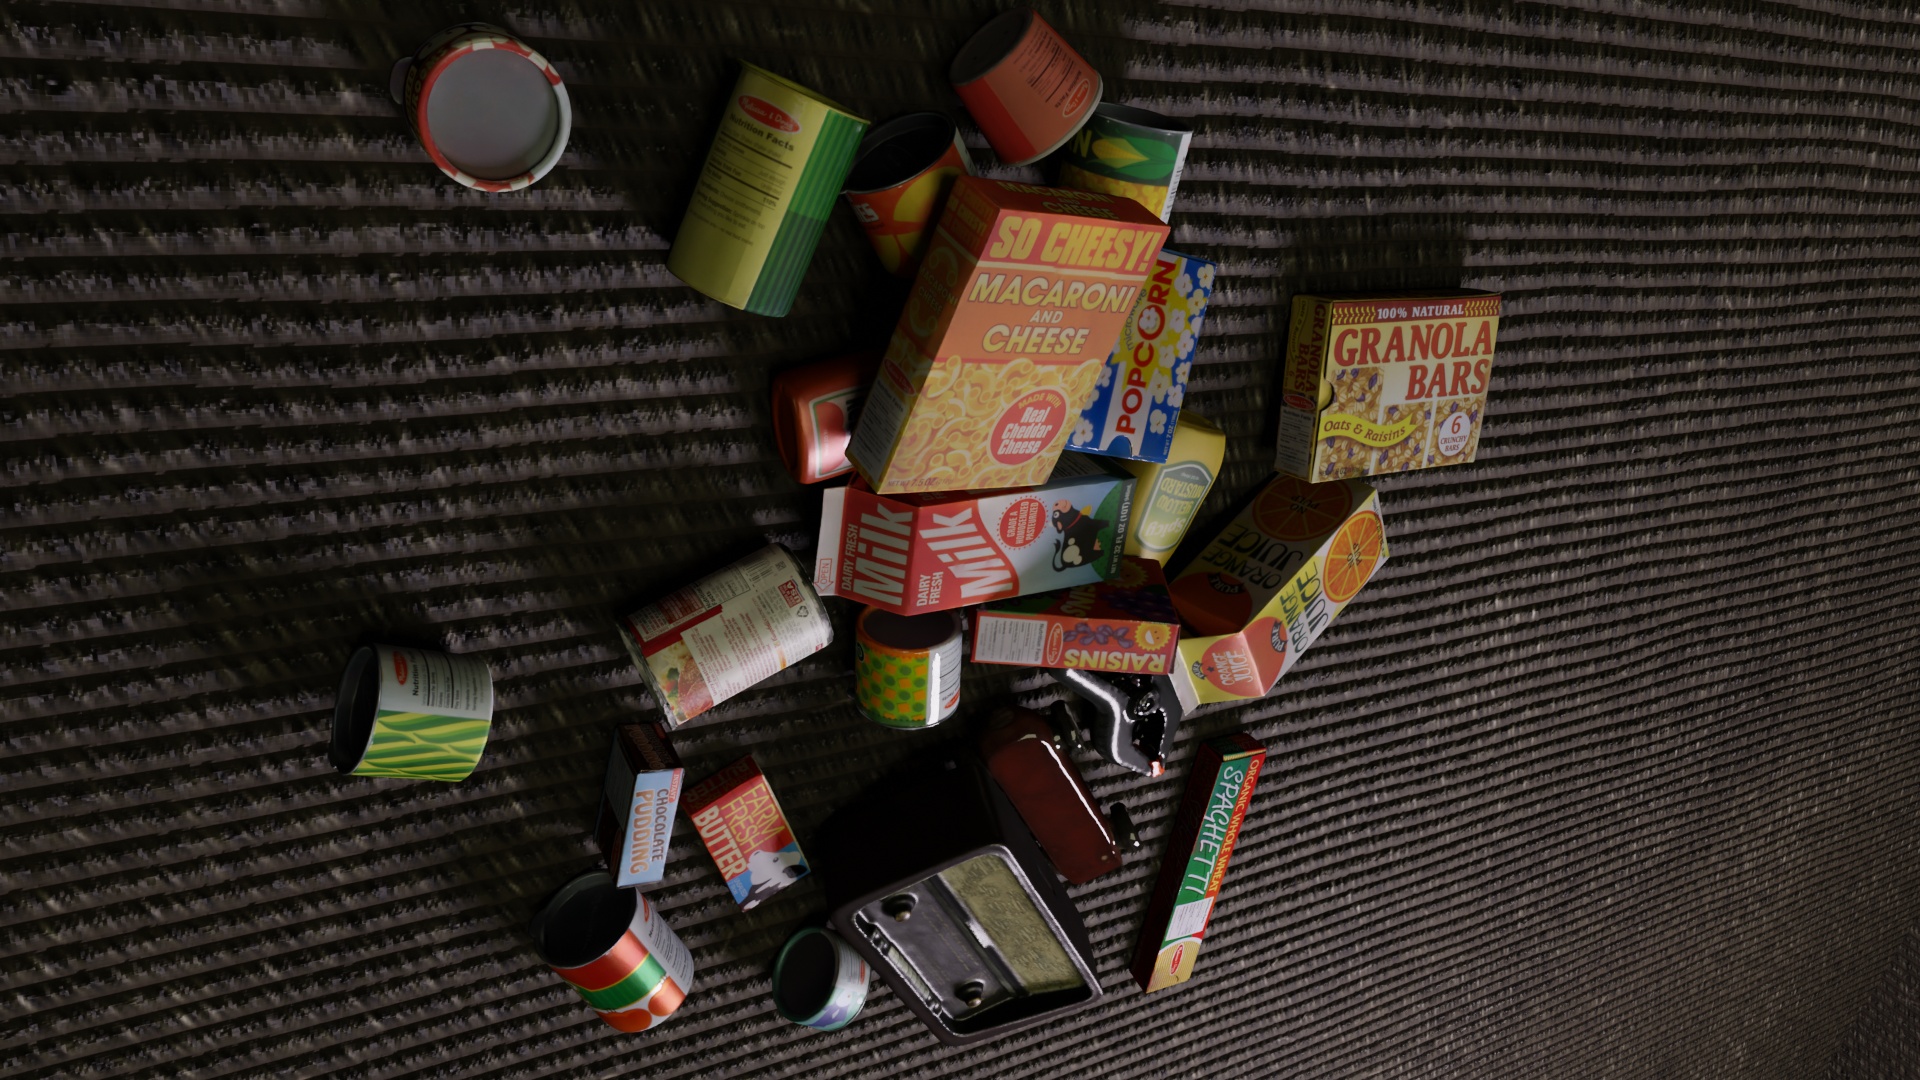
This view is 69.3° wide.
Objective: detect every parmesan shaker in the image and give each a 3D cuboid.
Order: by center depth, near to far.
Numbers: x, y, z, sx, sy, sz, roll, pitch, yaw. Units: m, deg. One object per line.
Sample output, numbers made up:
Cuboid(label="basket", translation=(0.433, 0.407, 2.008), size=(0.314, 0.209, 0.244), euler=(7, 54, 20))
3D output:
Cuboid(label="parmesan shaker", translation=(-0.096, -0.169, 0.668), size=(0.071, 0.071, 0.102), euler=(13, 111, -38))

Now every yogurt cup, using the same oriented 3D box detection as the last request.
Cuboid(label="yogurt cup", translation=(0.031, -0.234, 0.711), size=(0.072, 0.072, 0.054), euler=(-47, 124, 0))

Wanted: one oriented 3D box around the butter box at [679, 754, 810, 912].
Cuboid(label="butter box", translation=(-0.137, 0.187, 0.886), size=(0.053, 0.024, 0.103), euler=(-30, 130, -16))

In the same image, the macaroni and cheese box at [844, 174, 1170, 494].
Cuboid(label="macaroni and cheese box", translation=(0.023, -0.104, 0.726), size=(0.124, 0.040, 0.165), euler=(-5, 131, -41))

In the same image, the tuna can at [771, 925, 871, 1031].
Cuboid(label="tuna can", translation=(-0.098, 0.302, 0.956), size=(0.033, 0.071, 0.071), euler=(33, 97, -41))

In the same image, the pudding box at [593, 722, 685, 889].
Cuboid(label="pudding box", translation=(-0.189, 0.155, 0.814), size=(0.030, 0.050, 0.083), euler=(1, 116, -32))

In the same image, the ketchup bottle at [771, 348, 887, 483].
Cuboid(label="ketchup bottle", translation=(-0.030, -0.080, 0.778), size=(0.149, 0.044, 0.064), euler=(-18, 129, -24))

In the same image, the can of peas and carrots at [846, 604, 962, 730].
Cuboid(label="can of peas and carrots", translation=(-0.035, 0.073, 0.857), size=(0.071, 0.071, 0.058), euler=(-14, 124, -26))

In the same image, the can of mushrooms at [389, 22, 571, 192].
Cuboid(label="can of mushrooms", translation=(-0.207, -0.187, 0.602), size=(0.071, 0.033, 0.070), euler=(-17, 126, -24))

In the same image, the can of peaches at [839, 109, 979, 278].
Cuboid(label="can of peaches", translation=(-0.024, -0.175, 0.709), size=(0.071, 0.071, 0.058), euler=(-38, 132, -8))

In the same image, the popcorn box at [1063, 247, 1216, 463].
Cuboid(label="popcorn box", translation=(0.097, -0.115, 0.830), size=(0.085, 0.038, 0.126), euler=(6, 102, -37))

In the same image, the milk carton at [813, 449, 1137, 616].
Cuboid(label="milk carton", translation=(0.003, -0.010, 0.823), size=(0.191, 0.073, 0.072), euler=(-8, 121, -29))

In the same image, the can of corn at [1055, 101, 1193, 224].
Cuboid(label="can of corn", translation=(0.086, -0.206, 0.764), size=(0.071, 0.071, 0.058), euler=(-4, 120, -32))

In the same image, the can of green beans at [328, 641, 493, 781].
Cuboid(label="can of green beans", translation=(-0.277, 0.087, 0.703), size=(0.058, 0.071, 0.071), euler=(14, 109, -39))

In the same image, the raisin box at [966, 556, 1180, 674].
Cuboid(label="raisin box", translation=(0.067, 0.043, 0.859), size=(0.123, 0.086, 0.040), euler=(4, 116, -5))

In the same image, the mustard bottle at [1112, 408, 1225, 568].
Cuboid(label="mustard bottle", translation=(0.118, -0.010, 0.916), size=(0.065, 0.049, 0.159), euler=(9, 112, -35))

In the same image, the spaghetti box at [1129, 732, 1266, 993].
Cuboid(label="spaghetti box", translation=(0.195, 0.270, 1.154), size=(0.050, 0.029, 0.248), euler=(-5, 120, -31))

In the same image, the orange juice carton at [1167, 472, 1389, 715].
Cuboid(label="orange juice carton", translation=(0.209, 0.036, 0.965), size=(0.193, 0.073, 0.071), euler=(-43, 133, -20))

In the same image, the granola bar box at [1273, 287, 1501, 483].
Cuboid(label="granola bar box", translation=(0.299, -0.110, 0.966), size=(0.166, 0.039, 0.123), euler=(-8, 110, -30))

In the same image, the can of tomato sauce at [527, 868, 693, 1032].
Cuboid(label="can of tomato sauce", translation=(-0.212, 0.252, 0.849), size=(0.071, 0.071, 0.082), euler=(-33, 131, -12))
